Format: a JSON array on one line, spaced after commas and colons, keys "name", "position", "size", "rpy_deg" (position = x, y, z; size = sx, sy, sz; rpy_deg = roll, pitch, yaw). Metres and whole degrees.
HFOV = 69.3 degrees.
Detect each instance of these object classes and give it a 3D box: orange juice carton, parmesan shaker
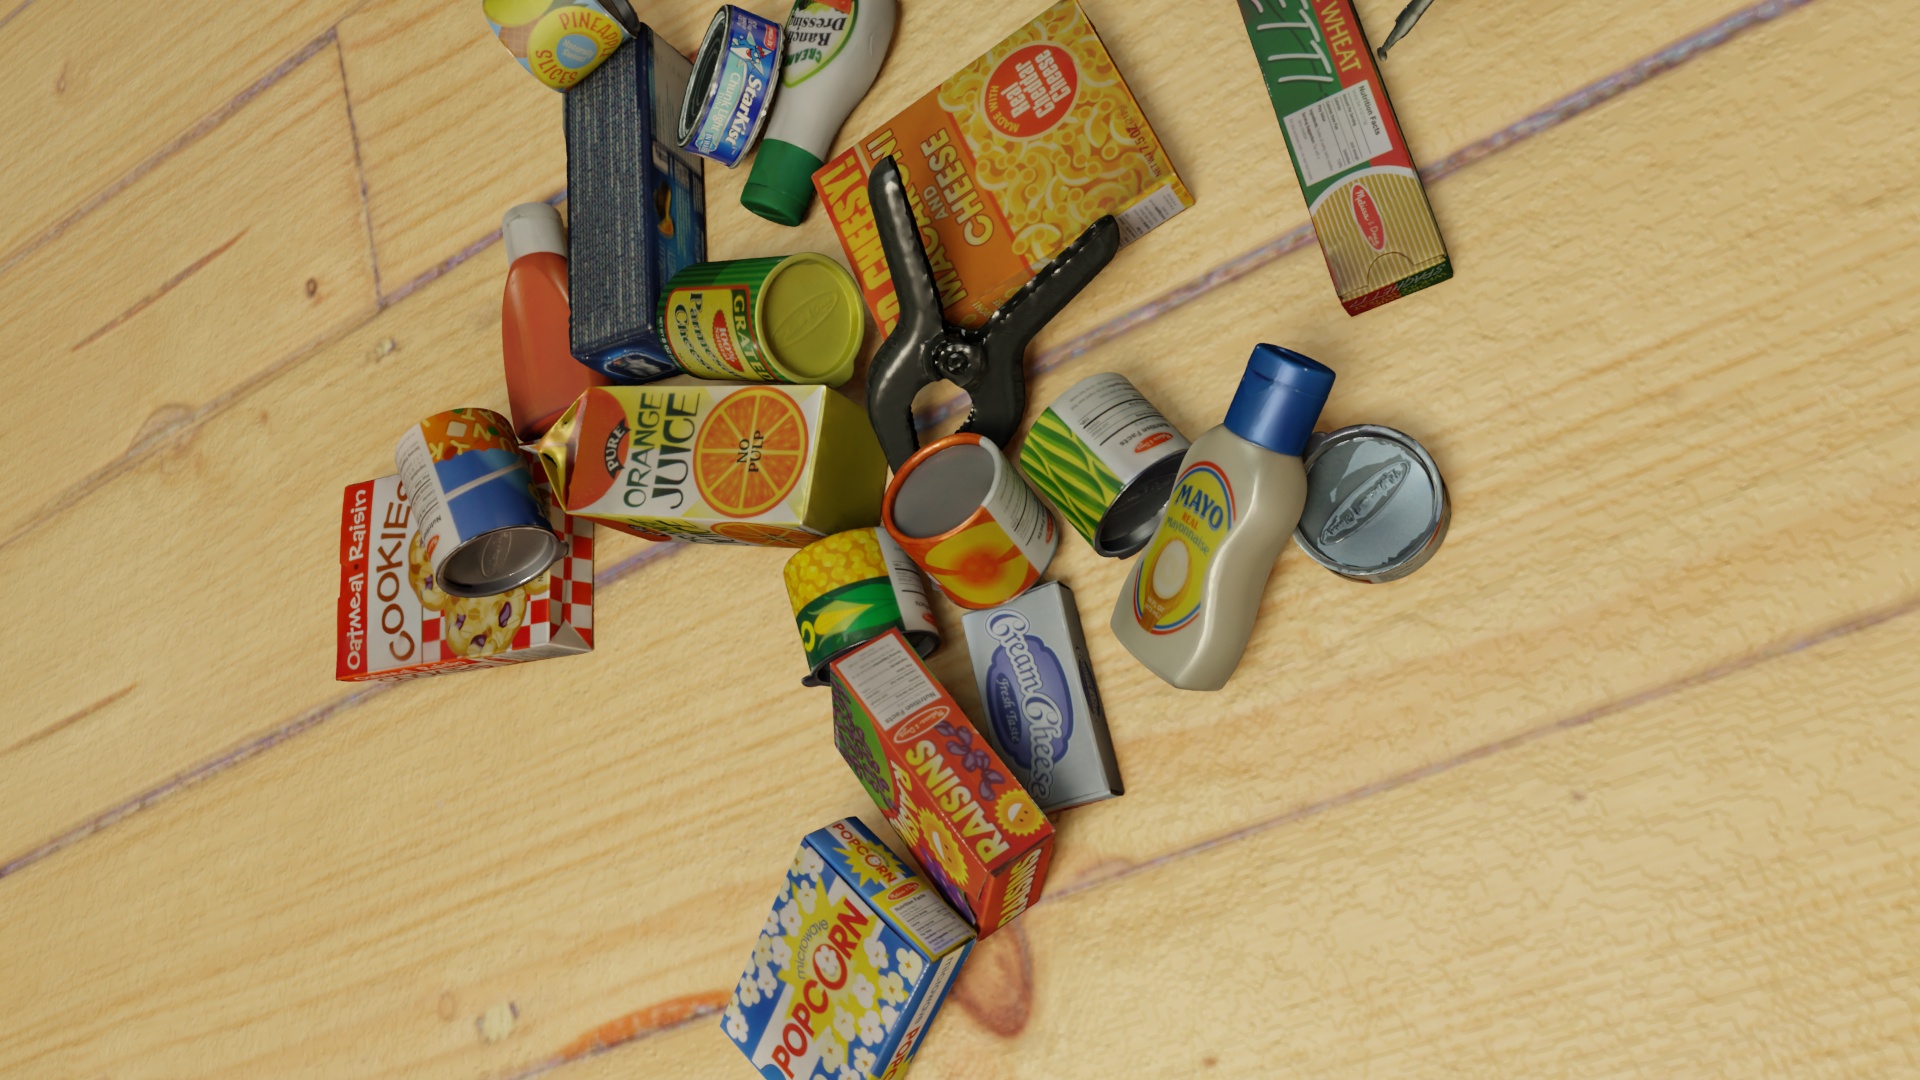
[{"name": "orange juice carton", "position": [-0.140, -0.039, 0.744], "size": [0.192, 0.072, 0.073], "rpy_deg": [3, 79, 26]}, {"name": "parmesan shaker", "position": [-0.106, -0.113, 0.733], "size": [0.103, 0.071, 0.071], "rpy_deg": [8, 82, 48]}]

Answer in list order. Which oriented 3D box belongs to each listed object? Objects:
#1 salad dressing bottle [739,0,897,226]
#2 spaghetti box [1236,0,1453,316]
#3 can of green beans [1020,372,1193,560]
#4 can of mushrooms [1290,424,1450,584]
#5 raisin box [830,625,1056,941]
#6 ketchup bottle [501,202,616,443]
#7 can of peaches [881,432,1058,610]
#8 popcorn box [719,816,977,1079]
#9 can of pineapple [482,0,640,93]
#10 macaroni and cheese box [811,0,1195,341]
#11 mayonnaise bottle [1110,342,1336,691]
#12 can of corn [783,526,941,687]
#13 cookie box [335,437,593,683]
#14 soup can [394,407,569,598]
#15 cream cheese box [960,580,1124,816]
[{"name": "salad dressing bottle", "position": [-0.082, -0.251, 0.779], "size": [0.064, 0.044, 0.147], "rpy_deg": [18, 87, 34]}, {"name": "spaghetti box", "position": [0.169, -0.227, 0.659], "size": [0.050, 0.028, 0.250], "rpy_deg": [-20, 70, 21]}, {"name": "can of green beans", "position": [0.070, -0.035, 0.643], "size": [0.071, 0.071, 0.058], "rpy_deg": [-46, 63, 10]}, {"name": "can of mushrooms", "position": [0.176, -0.017, 0.605], "size": [0.071, 0.033, 0.071], "rpy_deg": [-6, 77, 25]}, {"name": "raisin box", "position": [-0.011, 0.112, 0.636], "size": [0.040, 0.085, 0.124], "rpy_deg": [-29, 62, -22]}, {"name": "ketchup bottle", "position": [-0.247, -0.132, 0.834], "size": [0.064, 0.043, 0.149], "rpy_deg": [-23, 69, 20]}, {"name": "can of peaches", "position": [0.002, -0.008, 0.662], "size": [0.071, 0.058, 0.071], "rpy_deg": [-19, 47, 22]}, {"name": "popcorn box", "position": [-0.054, 0.204, 0.643], "size": [0.085, 0.038, 0.126], "rpy_deg": [38, 117, 28]}, {"name": "can of pineapple", "position": [-0.223, -0.293, 0.778], "size": [0.058, 0.071, 0.071], "rpy_deg": [-35, 66, 15]}, {"name": "macaroni and cheese box", "position": [0.018, -0.181, 0.717], "size": [0.166, 0.040, 0.124], "rpy_deg": [-30, 67, 17]}, {"name": "mayonnaise bottle", "position": [0.115, -0.011, 0.602], "size": [0.065, 0.041, 0.147], "rpy_deg": [44, 120, 50]}, {"name": "can of corn", "position": [-0.052, 0.034, 0.686], "size": [0.071, 0.071, 0.058], "rpy_deg": [-26, 68, 19]}, {"name": "cookie box", "position": [-0.297, 0.015, 0.827], "size": [0.167, 0.040, 0.123], "rpy_deg": [-10, 74, 24]}, {"name": "soup can", "position": [-0.263, -0.021, 0.761], "size": [0.071, 0.071, 0.084], "rpy_deg": [-35, 65, 15]}, {"name": "cream cheese box", "position": [0.038, 0.076, 0.657], "size": [0.053, 0.024, 0.104], "rpy_deg": [-20, 70, 21]}]
